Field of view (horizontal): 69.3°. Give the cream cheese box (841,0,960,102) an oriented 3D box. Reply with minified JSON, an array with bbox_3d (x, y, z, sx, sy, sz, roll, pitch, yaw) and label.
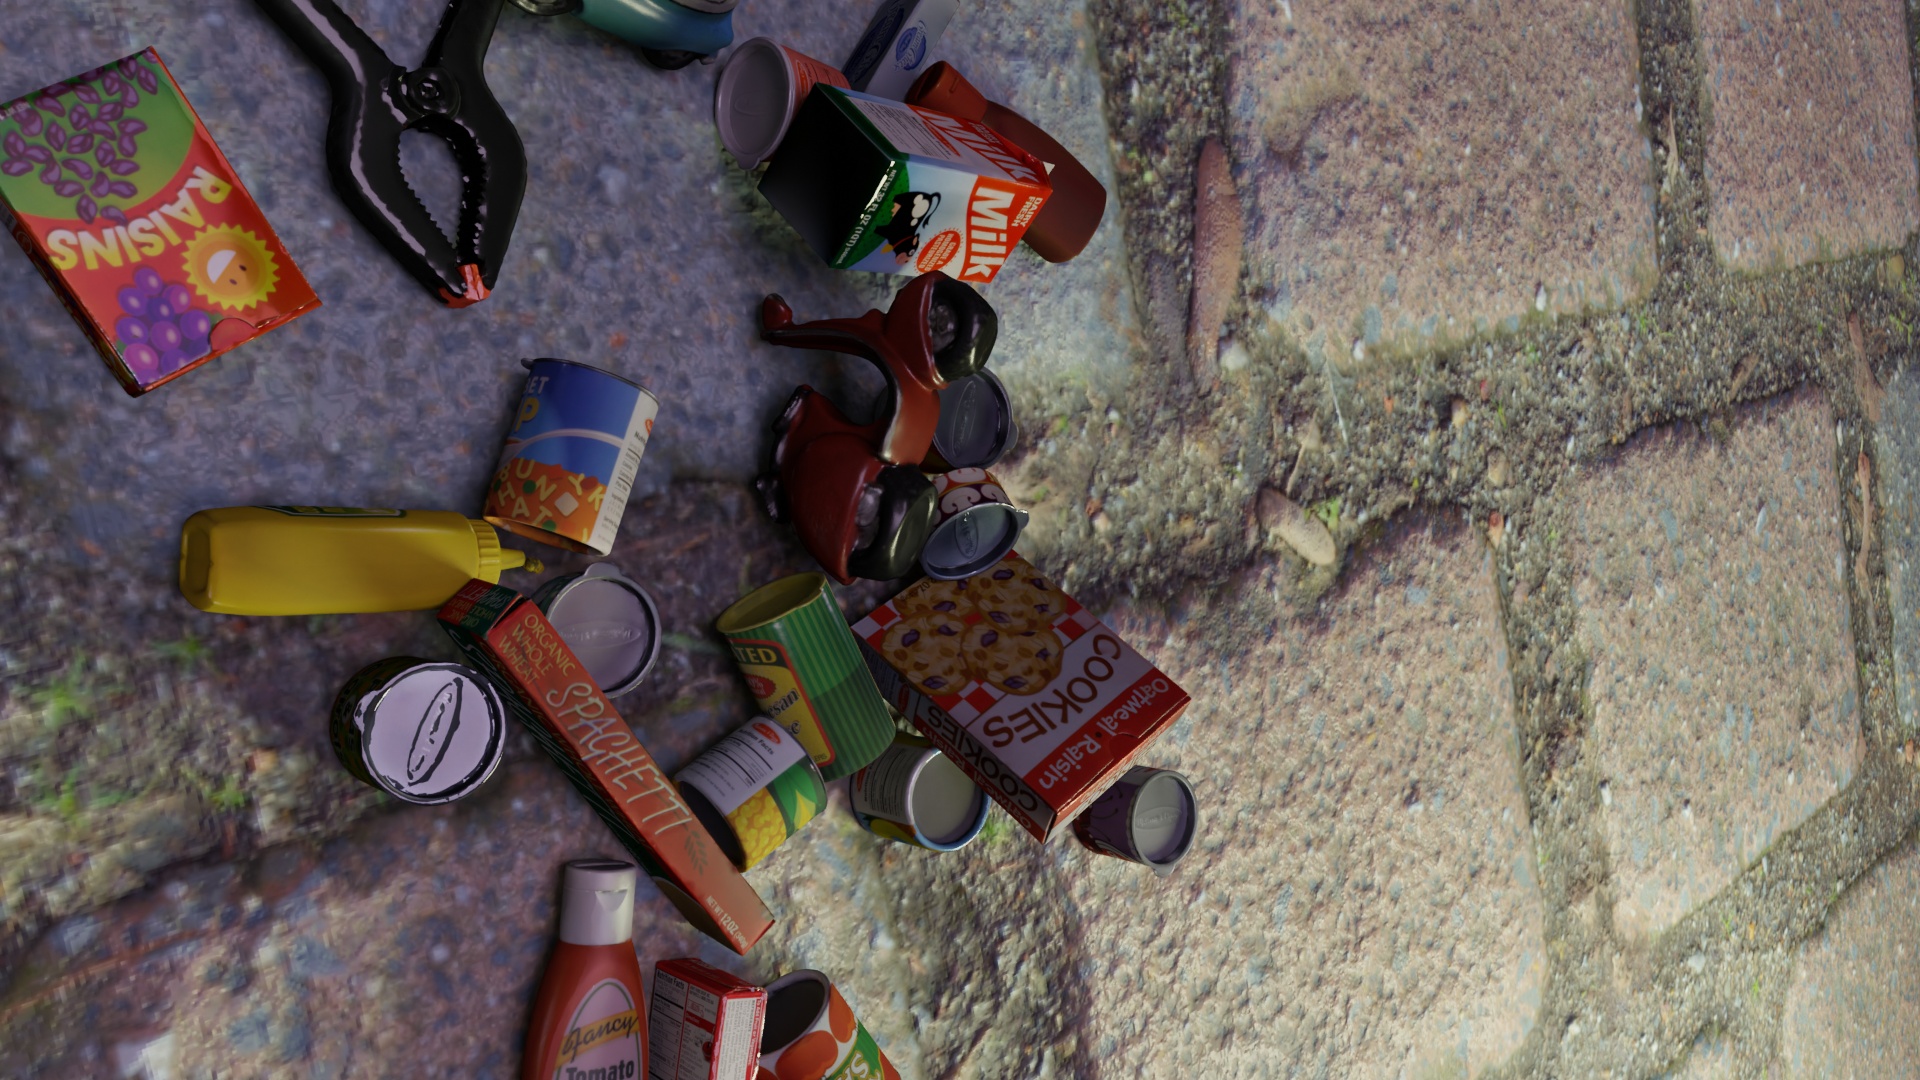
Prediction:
[{"bbox_3d":[-0.044,-0.288,0.833,0.024,0.053,0.104,40,66,-33],"label":"cream cheese box"}]

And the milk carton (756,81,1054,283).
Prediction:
[{"bbox_3d":[-0.016,-0.202,0.810,0.191,0.072,0.073,-9,52,-52],"label":"milk carton"}]

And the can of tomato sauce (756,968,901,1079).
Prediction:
[{"bbox_3d":[-0.080,0.296,0.784,0.071,0.071,0.083,-43,114,-30],"label":"can of tomato sauce"}]

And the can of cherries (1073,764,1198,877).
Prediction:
[{"bbox_3d":[0.119,0.189,0.950,0.071,0.058,0.071,0,89,-39],"label":"can of cherries"}]

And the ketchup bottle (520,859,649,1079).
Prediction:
[{"bbox_3d":[-0.191,0.242,0.715,0.065,0.043,0.149,6,85,-38],"label":"ketchup bottle"}]

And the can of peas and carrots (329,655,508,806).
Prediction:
[{"bbox_3d":[-0.258,0.088,0.655,0.071,0.058,0.071,1,88,-38],"label":"can of peas and carrots"}]

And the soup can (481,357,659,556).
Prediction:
[{"bbox_3d":[-0.199,-0.042,0.700,0.071,0.071,0.084,24,75,-36],"label":"soup can"}]

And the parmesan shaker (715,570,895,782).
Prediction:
[{"bbox_3d":[-0.084,0.078,0.783,0.071,0.071,0.102,-35,110,-33],"label":"parmesan shaker"}]

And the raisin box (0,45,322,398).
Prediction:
[{"bbox_3d":[-0.352,-0.135,0.597,0.086,0.040,0.123,-40,114,-32],"label":"raisin box"}]

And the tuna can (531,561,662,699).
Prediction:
[{"bbox_3d":[-0.193,0.046,0.723,0.071,0.033,0.071,0,89,-38],"label":"tuna can"}]

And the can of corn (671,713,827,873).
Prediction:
[{"bbox_3d":[-0.115,0.141,0.762,0.058,0.071,0.071,-36,111,-32],"label":"can of corn"}]

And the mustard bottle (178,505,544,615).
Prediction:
[{"bbox_3d":[-0.270,0.009,0.647,0.160,0.065,0.048,0,94,-45],"label":"mustard bottle"}]

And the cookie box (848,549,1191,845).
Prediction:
[{"bbox_3d":[0.033,0.082,0.827,0.123,0.168,0.040,-34,152,-34],"label":"cookie box"}]

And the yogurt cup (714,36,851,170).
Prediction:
[{"bbox_3d":[-0.097,-0.245,0.785,0.054,0.072,0.072,-4,92,-46],"label":"yogurt cup"}]

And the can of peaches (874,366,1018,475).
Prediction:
[{"bbox_3d":[-0.009,-0.072,0.854,0.071,0.058,0.071,1,88,-39],"label":"can of peaches"}]

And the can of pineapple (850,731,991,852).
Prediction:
[{"bbox_3d":[-0.022,0.152,0.840,0.071,0.058,0.071,1,89,-38],"label":"can of pineapple"}]

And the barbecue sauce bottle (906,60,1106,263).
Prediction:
[{"bbox_3d":[0.030,-0.247,0.897,0.148,0.043,0.065,36,68,-32],"label":"barbecue sauce bottle"}]

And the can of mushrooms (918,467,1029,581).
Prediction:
[{"bbox_3d":[0.003,-0.010,0.832,0.071,0.033,0.070,-19,143,-15],"label":"can of mushrooms"}]

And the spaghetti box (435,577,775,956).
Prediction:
[{"bbox_3d":[-0.172,0.119,0.697,0.029,0.050,0.249,-48,128,-28],"label":"spaghetti box"}]
